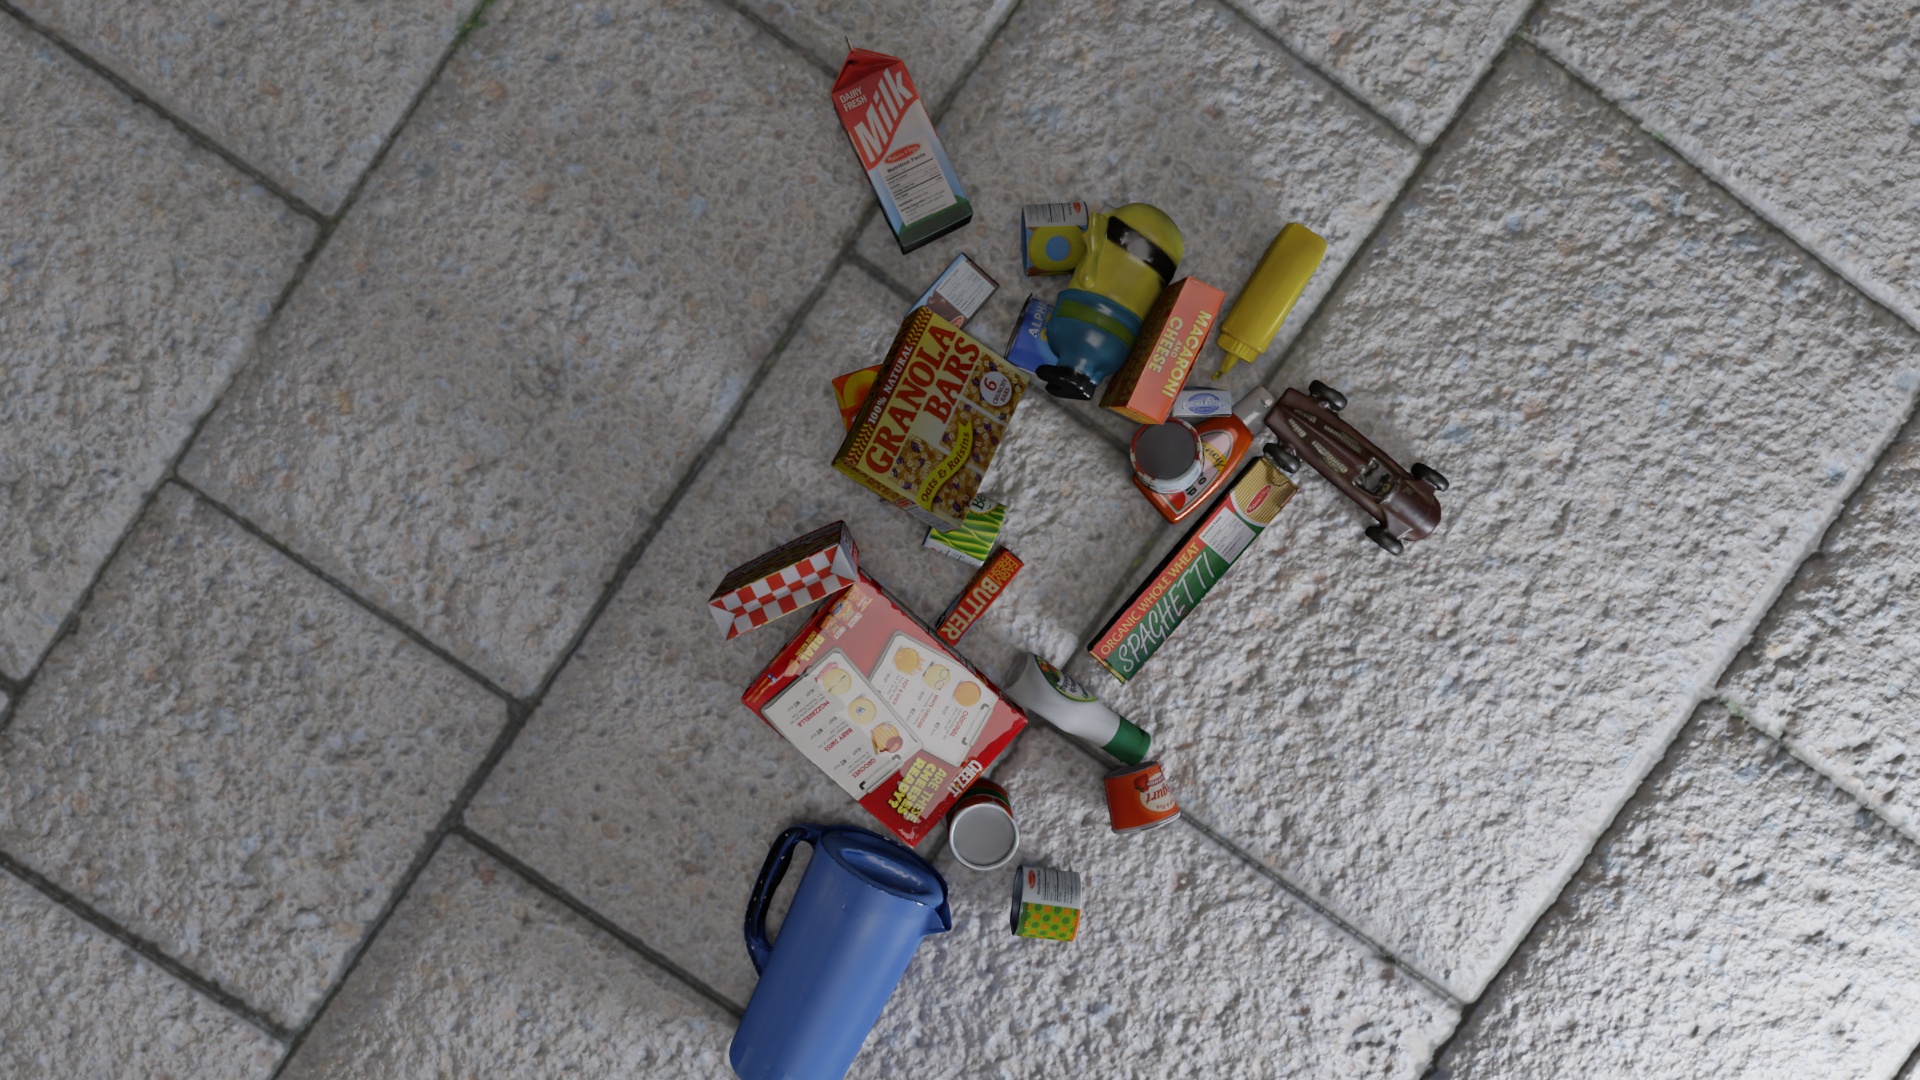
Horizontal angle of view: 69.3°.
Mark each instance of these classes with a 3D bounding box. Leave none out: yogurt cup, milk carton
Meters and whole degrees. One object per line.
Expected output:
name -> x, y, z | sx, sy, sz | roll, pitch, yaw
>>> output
yogurt cup -> 0.169, 0.244, 1.322 | 0.072, 0.072, 0.054 | -16, 87, -1
milk carton -> -0.061, -0.364, 1.262 | 0.073, 0.072, 0.190 | -26, 96, 0

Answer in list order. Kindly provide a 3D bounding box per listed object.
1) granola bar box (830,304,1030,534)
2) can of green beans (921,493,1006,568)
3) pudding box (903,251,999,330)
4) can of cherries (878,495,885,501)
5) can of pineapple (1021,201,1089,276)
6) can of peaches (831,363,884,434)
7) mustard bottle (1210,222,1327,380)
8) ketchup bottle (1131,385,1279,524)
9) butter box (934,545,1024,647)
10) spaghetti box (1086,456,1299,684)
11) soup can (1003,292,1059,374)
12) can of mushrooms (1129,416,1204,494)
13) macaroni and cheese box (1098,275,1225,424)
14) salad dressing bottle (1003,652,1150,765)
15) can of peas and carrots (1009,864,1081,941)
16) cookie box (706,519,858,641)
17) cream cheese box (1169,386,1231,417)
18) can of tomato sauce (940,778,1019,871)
granola bar box -> -0.025, -0.107, 1.244 | 0.124, 0.039, 0.166 | 31, 69, -18
can of green beans -> 0.004, -0.014, 1.294 | 0.058, 0.071, 0.071 | 24, 94, -4
pudding box -> -0.009, -0.222, 1.295 | 0.049, 0.030, 0.083 | 41, 92, -6
can of cherries -> -0.054, -0.073, 1.287 | 0.071, 0.071, 0.058 | -19, 90, 0
can of pineapple -> 0.087, -0.275, 1.277 | 0.058, 0.071, 0.071 | -3, 95, -1
can of peaches -> -0.080, -0.130, 1.279 | 0.071, 0.071, 0.058 | -16, 94, -1
mustard bottle -> 0.280, -0.216, 1.292 | 0.049, 0.065, 0.160 | 31, 99, 1
ketchup bottle -> 0.236, -0.085, 1.308 | 0.149, 0.043, 0.065 | -41, 88, 1
butter box -> 0.017, 0.051, 1.306 | 0.024, 0.053, 0.103 | 40, 92, -7
spaghetti box -> 0.219, 0.028, 1.324 | 0.050, 0.029, 0.250 | 41, 92, -5
soup can -> 0.090, -0.182, 1.282 | 0.084, 0.071, 0.071 | 20, 94, -4
can of mushrooms -> 0.189, -0.080, 1.275 | 0.071, 0.033, 0.071 | -3, 76, 13
macaroni and cheese box -> 0.177, -0.166, 1.238 | 0.040, 0.166, 0.123 | 25, 94, -5
salad dressing bottle -> 0.112, 0.162, 1.317 | 0.147, 0.064, 0.044 | 33, 105, -13
can of peas and carrots -> 0.081, 0.348, 1.326 | 0.059, 0.071, 0.071 | 8, 94, -3
cookie box -> -0.154, 0.031, 1.241 | 0.123, 0.167, 0.040 | -25, 98, 0
cream cheese box -> 0.212, -0.128, 1.274 | 0.053, 0.104, 0.024 | -1, 99, -1
can of tomato sauce -> 0.018, 0.267, 1.307 | 0.071, 0.083, 0.071 | 0, 95, -2
